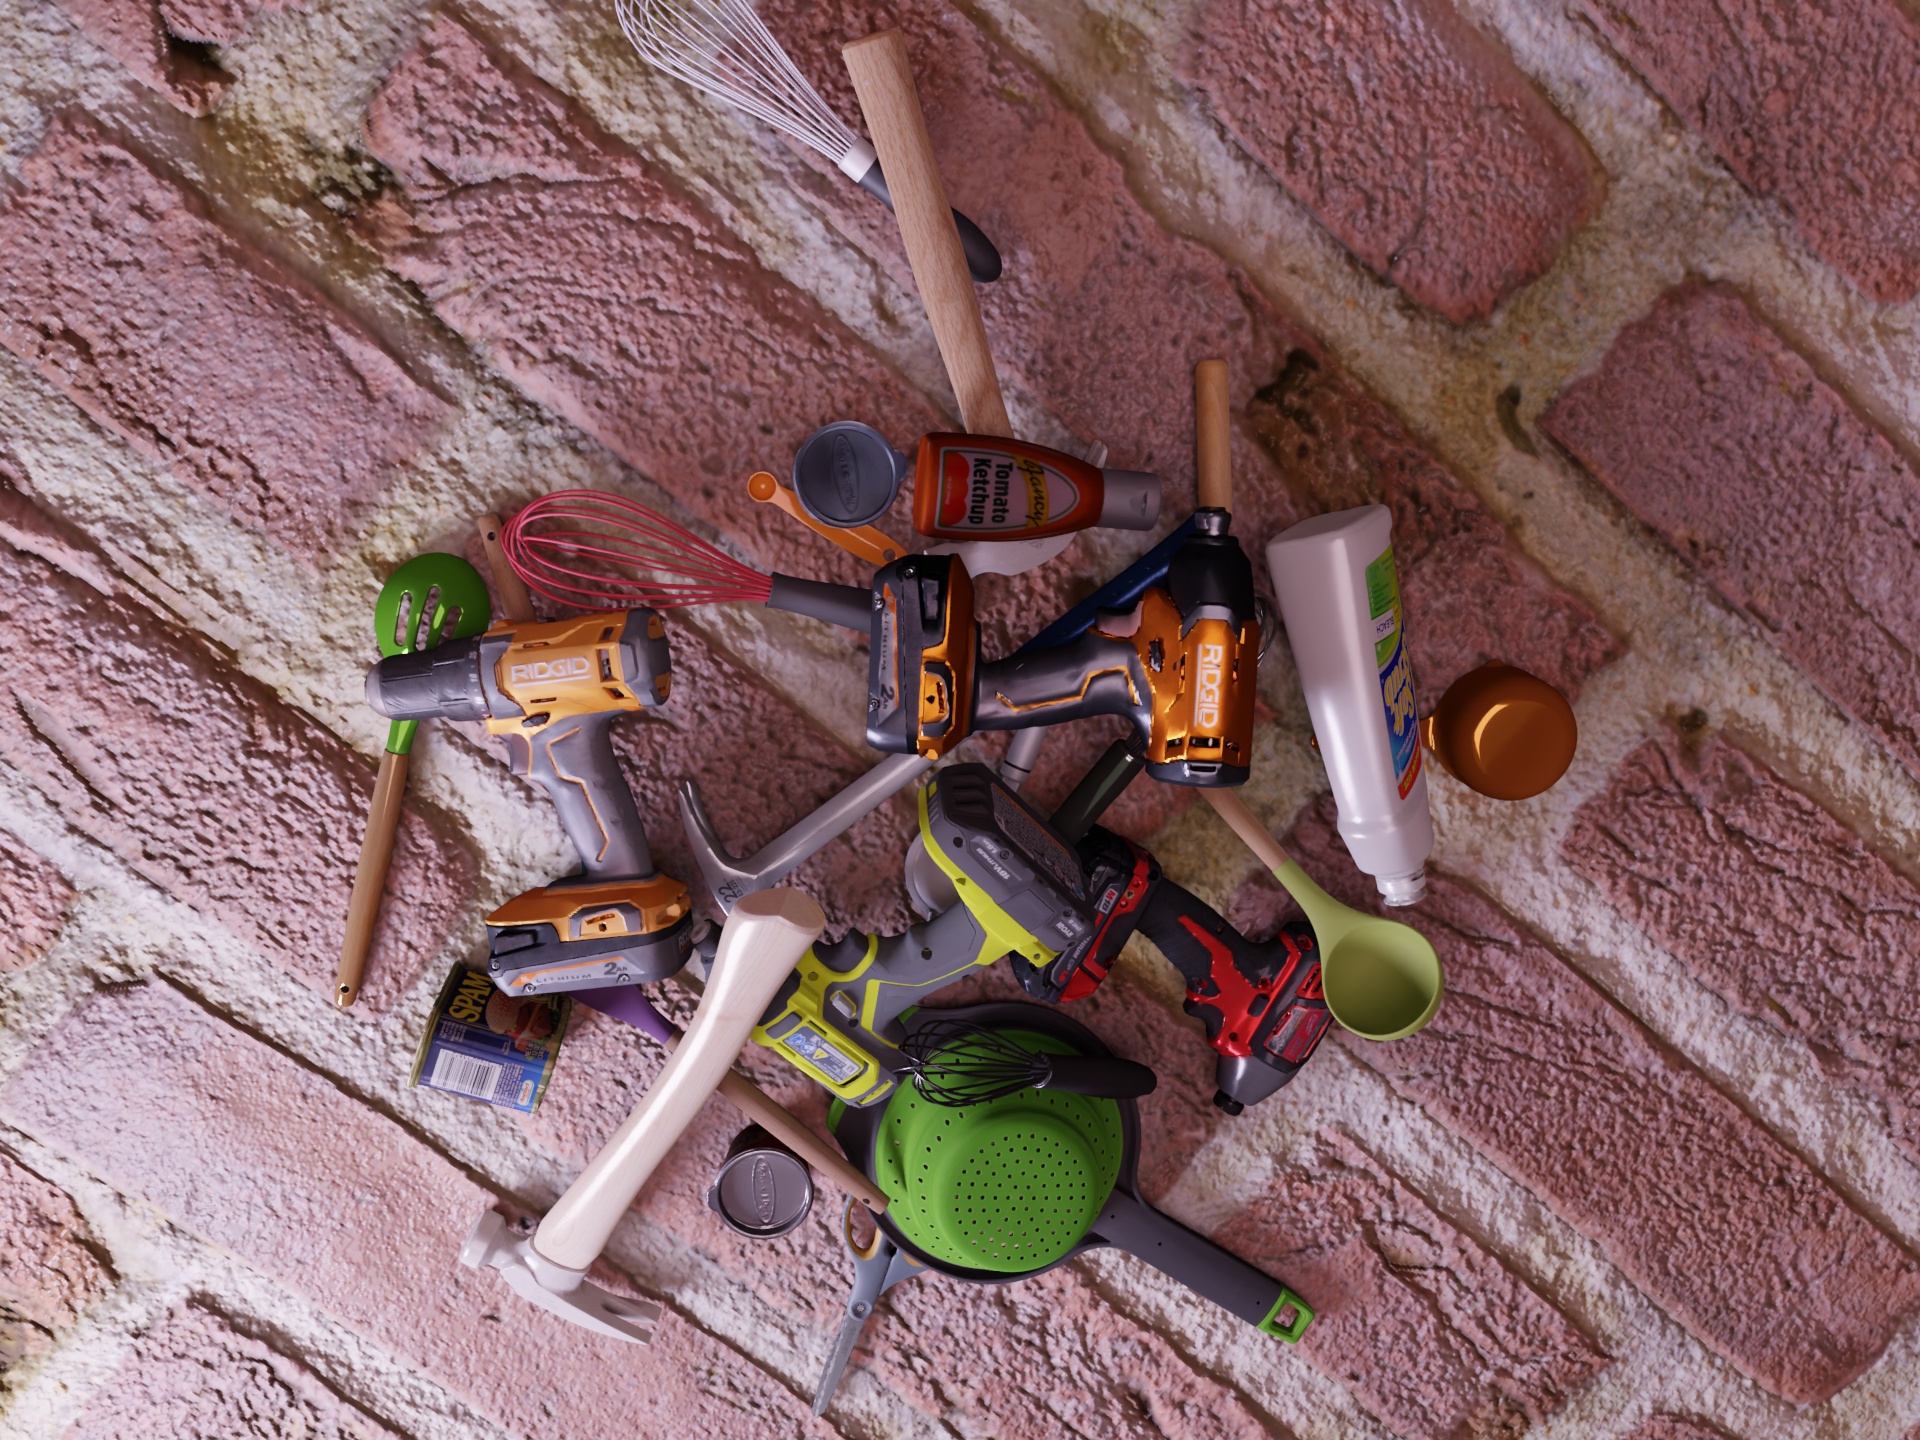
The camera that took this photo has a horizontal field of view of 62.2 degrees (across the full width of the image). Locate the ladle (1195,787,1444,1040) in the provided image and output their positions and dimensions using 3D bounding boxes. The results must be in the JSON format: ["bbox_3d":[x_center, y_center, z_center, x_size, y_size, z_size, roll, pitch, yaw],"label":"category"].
[{"bbox_3d":[0.191,0.074,1.031,0.078,0.062,0.320,-42,87,7],"label":"ladle"}]

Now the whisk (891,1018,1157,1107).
[{"bbox_3d":[0.049,0.225,1.016,0.238,0.055,0.055,17,103,-44],"label":"whisk"}]

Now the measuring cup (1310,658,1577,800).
[{"bbox_3d":[0.325,0.013,1.063,0.173,0.052,0.095,-4,103,-4],"label":"measuring cup"}]

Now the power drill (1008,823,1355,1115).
[{"bbox_3d":[0.149,0.173,1.078,0.219,0.079,0.143,27,99,-13],"label":"power drill"}]

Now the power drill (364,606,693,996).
[{"bbox_3d":[-0.262,0.050,0.981,0.185,0.084,0.226,-6,96,4],"label":"power drill"}]

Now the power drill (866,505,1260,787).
[{"bbox_3d":[0.063,-0.049,0.943,0.226,0.084,0.164,4,98,4],"label":"power drill"}]

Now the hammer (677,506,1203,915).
[{"bbox_3d":[-0.002,-0.003,1.018,0.405,0.035,0.144,-36,96,10],"label":"hammer"}]

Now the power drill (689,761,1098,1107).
[{"bbox_3d":[-0.043,0.133,0.989,0.223,0.080,0.171,-37,118,17],"label":"power drill"}]

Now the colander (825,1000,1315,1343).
[{"bbox_3d":[0.098,0.346,1.094,0.397,0.094,0.204,33,93,-13],"label":"colander"}]

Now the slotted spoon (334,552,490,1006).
[{"bbox_3d":[-0.368,0.044,1.032,0.070,0.031,0.313,15,103,-8],"label":"slotted spoon"}]

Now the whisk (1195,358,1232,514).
[{"bbox_3d":[0.164,-0.109,1.030,0.047,0.051,0.245,-3,100,2],"label":"whisk"}]

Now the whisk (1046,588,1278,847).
[{"bbox_3d":[0.115,0.014,1.017,0.059,0.058,0.246,29,109,-28],"label":"whisk"}]

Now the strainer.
[{"bbox_3d":[0.032,0.041,1.056,0.087,0.050,0.258,21,97,-12],"label":"strainer"}]

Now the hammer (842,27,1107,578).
[{"bbox_3d":[-0.001,-0.245,0.965,0.130,0.031,0.331,-19,114,-3],"label":"hammer"}]

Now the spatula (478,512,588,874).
[{"bbox_3d":[-0.257,0.019,1.037,0.082,0.044,0.317,-16,99,1],"label":"spatula"}]

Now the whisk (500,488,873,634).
[{"bbox_3d":[-0.139,-0.088,1.003,0.295,0.073,0.073,12,102,-13],"label":"whisk"}]

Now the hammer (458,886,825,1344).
[{"bbox_3d":[-0.184,0.258,1.013,0.146,0.038,0.410,30,121,-8],"label":"hammer"}]

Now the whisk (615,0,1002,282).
[{"bbox_3d":[-0.086,-0.357,0.948,0.284,0.070,0.070,36,98,-16],"label":"whisk"}]

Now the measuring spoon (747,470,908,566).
[{"bbox_3d":[-0.084,-0.127,1.024,0.117,0.011,0.021,27,89,-13],"label":"measuring spoon"}]

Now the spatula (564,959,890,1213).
[{"bbox_3d":[-0.174,0.228,1.062,0.316,0.018,0.059,38,127,0],"label":"spatula"}]
